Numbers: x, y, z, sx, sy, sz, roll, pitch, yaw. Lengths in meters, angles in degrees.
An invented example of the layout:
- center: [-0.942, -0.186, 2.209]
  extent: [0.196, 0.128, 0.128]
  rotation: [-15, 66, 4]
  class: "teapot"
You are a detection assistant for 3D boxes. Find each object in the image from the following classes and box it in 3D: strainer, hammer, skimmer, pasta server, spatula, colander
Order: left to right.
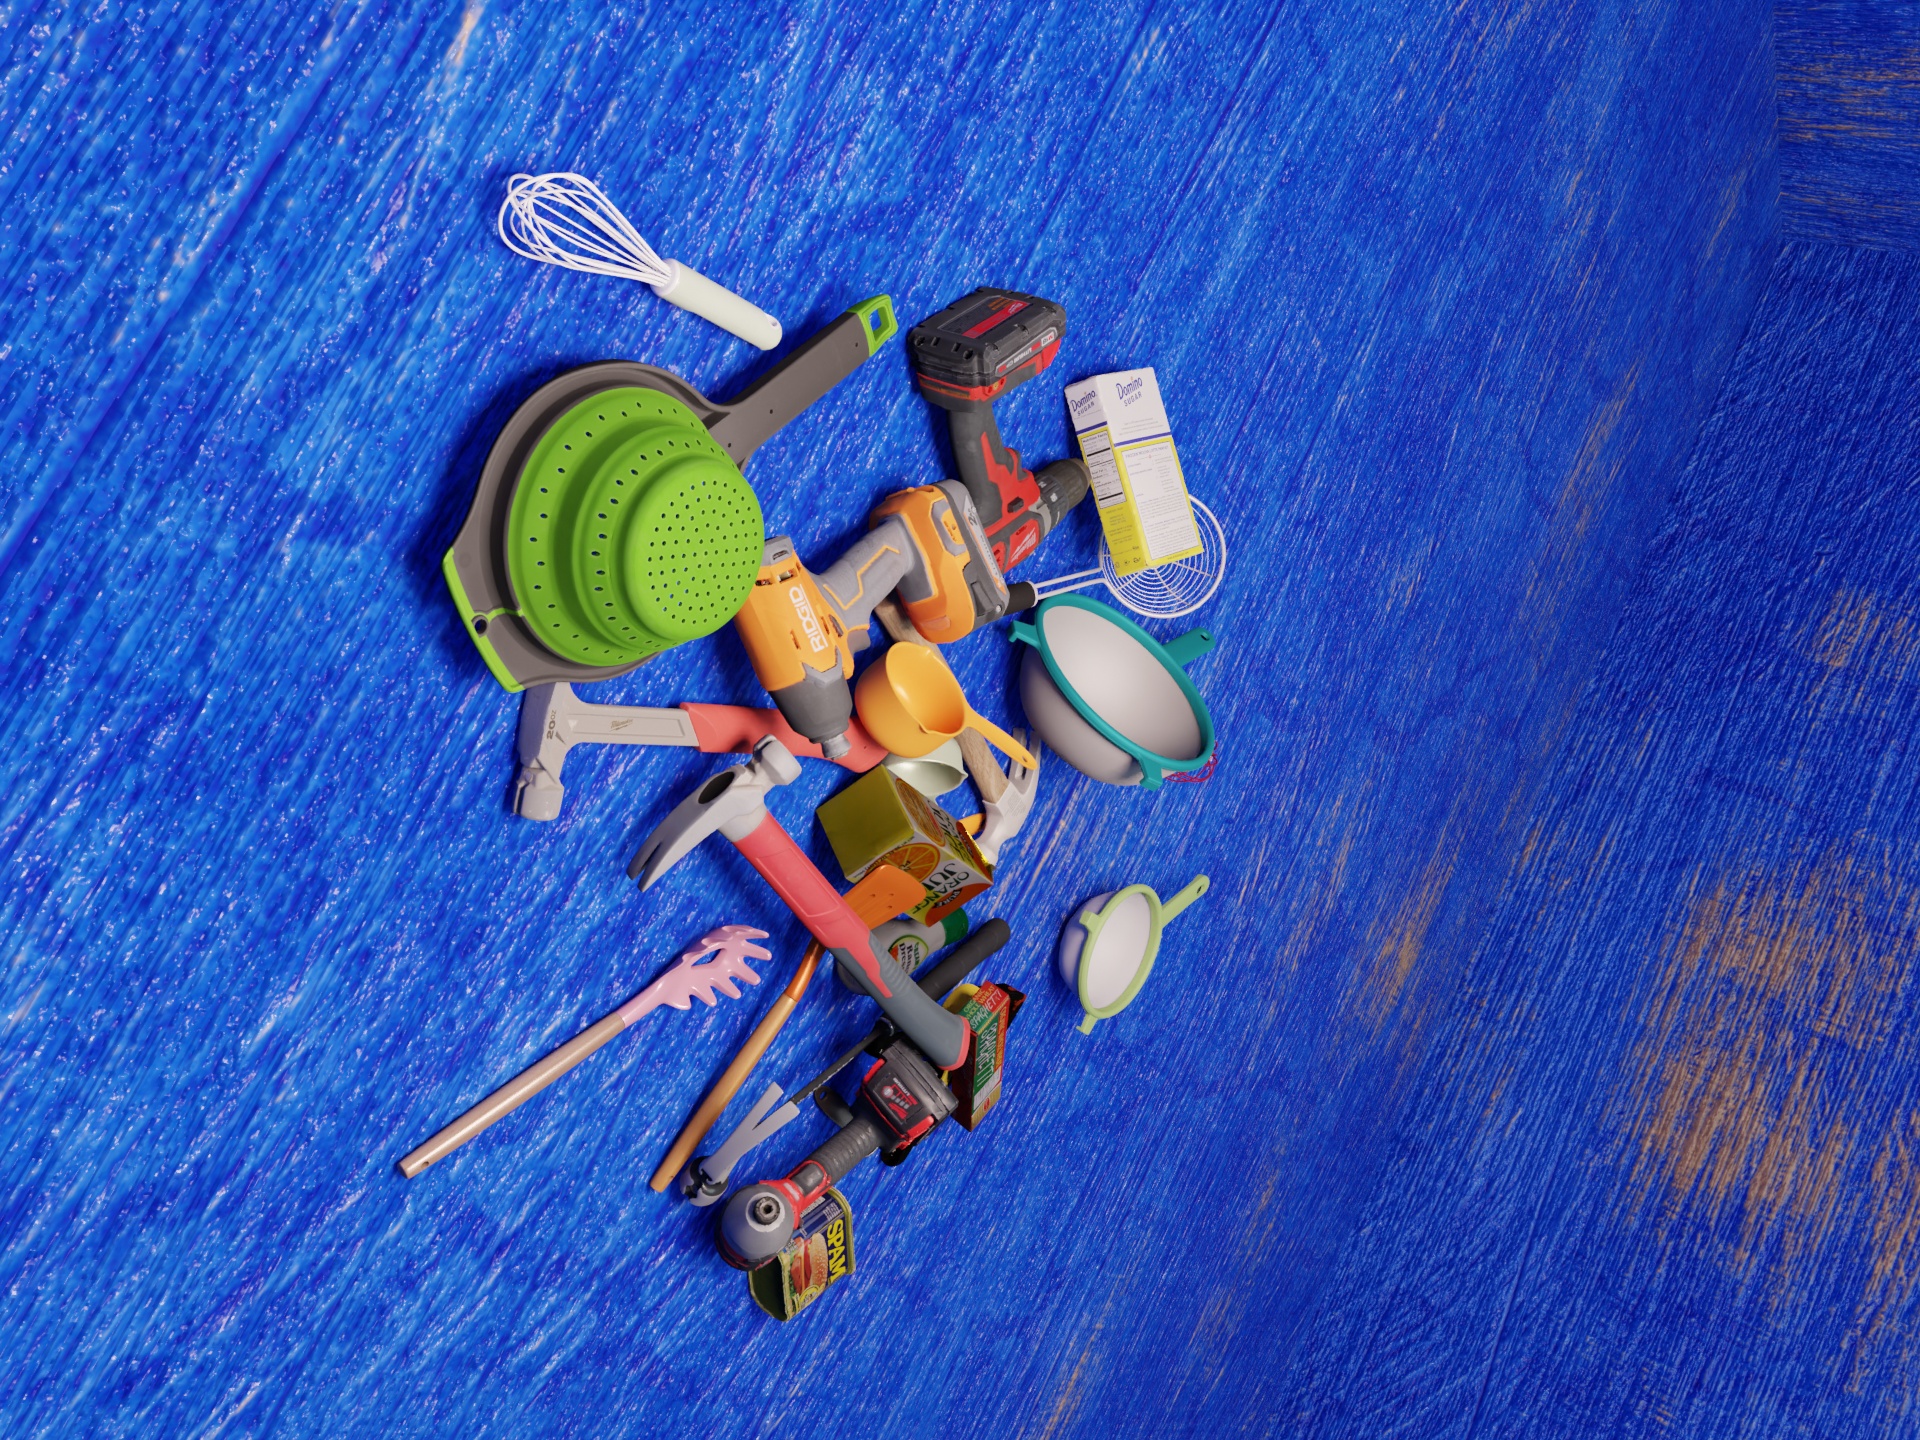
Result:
- center: [-0.265, 0.236, 1.156]
  extent: [0.316, 0.040, 0.060]
  rotation: [-33, 133, -40]
  class: "pasta server"
- center: [-0.169, -0.003, 1.166]
  extent: [0.359, 0.037, 0.149]
  rotation: [4, 104, -55]
  class: "hammer"
- center: [-0.140, -0.162, 1.013]
  extent: [0.397, 0.095, 0.204]
  rotation: [-46, 138, -32]
  class: "colander"
- center: [-0.147, 0.249, 1.292]
  extent: [0.322, 0.041, 0.081]
  rotation: [-55, 145, -7]
  class: "spatula"
- center: [-0.102, 0.179, 1.244]
  extent: [0.143, 0.038, 0.385]
  rotation: [-42, 131, -9]
  class: "hammer"
- center: [-0.075, 0.274, 1.397]
  extent: [0.409, 0.036, 0.149]
  rotation: [-32, 166, -49]
  class: "hammer"
- center: [-0.002, -0.004, 1.396]
  extent: [0.130, 0.031, 0.331]
  rotation: [-57, 143, -25]
  class: "hammer"
- center: [0.116, -0.133, 1.431]
  extent: [0.363, 0.090, 0.127]
  rotation: [-20, 91, -52]
  class: "skimmer"
- center: [0.157, -0.026, 1.531]
  extent: [0.095, 0.211, 0.340]
  rotation: [-47, 169, 29]
  class: "strainer"
- center: [0.183, 0.221, 1.747]
  extent: [0.256, 0.069, 0.151]
  rotation: [-29, 127, -45]
  class: "strainer"

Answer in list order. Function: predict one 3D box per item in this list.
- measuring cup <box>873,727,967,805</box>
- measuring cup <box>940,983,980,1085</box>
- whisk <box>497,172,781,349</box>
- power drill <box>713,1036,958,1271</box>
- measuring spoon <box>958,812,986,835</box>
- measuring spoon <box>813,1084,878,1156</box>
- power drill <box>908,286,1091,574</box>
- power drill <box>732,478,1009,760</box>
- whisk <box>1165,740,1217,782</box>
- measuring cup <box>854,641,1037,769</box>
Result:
- center: [-0.031, 0.052, 1.379]
  extent: [0.167, 0.083, 0.038]
  rotation: [76, 10, -65]
  class: "measuring cup"
- center: [-0.014, 0.306, 1.490]
  extent: [0.062, 0.029, 0.156]
  rotation: [-32, 150, -48]
  class: "measuring cup"
- center: [-0.190, -0.278, 0.988]
  extent: [0.059, 0.058, 0.246]
  rotation: [-40, 155, 19]
  class: "whisk"
- center: [-0.112, 0.375, 1.352]
  extent: [0.220, 0.078, 0.143]
  rotation: [-36, 167, -27]
  class: "power drill"
- center: [-0.004, 0.105, 1.475]
  extent: [0.117, 0.011, 0.021]
  rotation: [-17, 120, -50]
  class: "measuring spoon"
- center: [-0.108, 0.366, 1.470]
  extent: [0.034, 0.018, 0.124]
  rotation: [-48, 135, -16]
  class: "measuring spoon"
- center: [0.042, -0.234, 1.305]
  extent: [0.188, 0.080, 0.226]
  rotation: [-40, 139, -36]
  class: "power drill"
- center: [-0.067, -0.078, 1.185]
  extent: [0.226, 0.084, 0.164]
  rotation: [-30, 102, -43]
  class: "power drill"
- center: [0.182, 0.022, 1.658]
  extent: [0.295, 0.073, 0.073]
  rotation: [9, 99, -49]
  class: "whisk"
- center: [-0.013, 0.007, 1.293]
  extent: [0.173, 0.052, 0.095]
  rotation: [35, 36, -31]
  class: "measuring cup"
